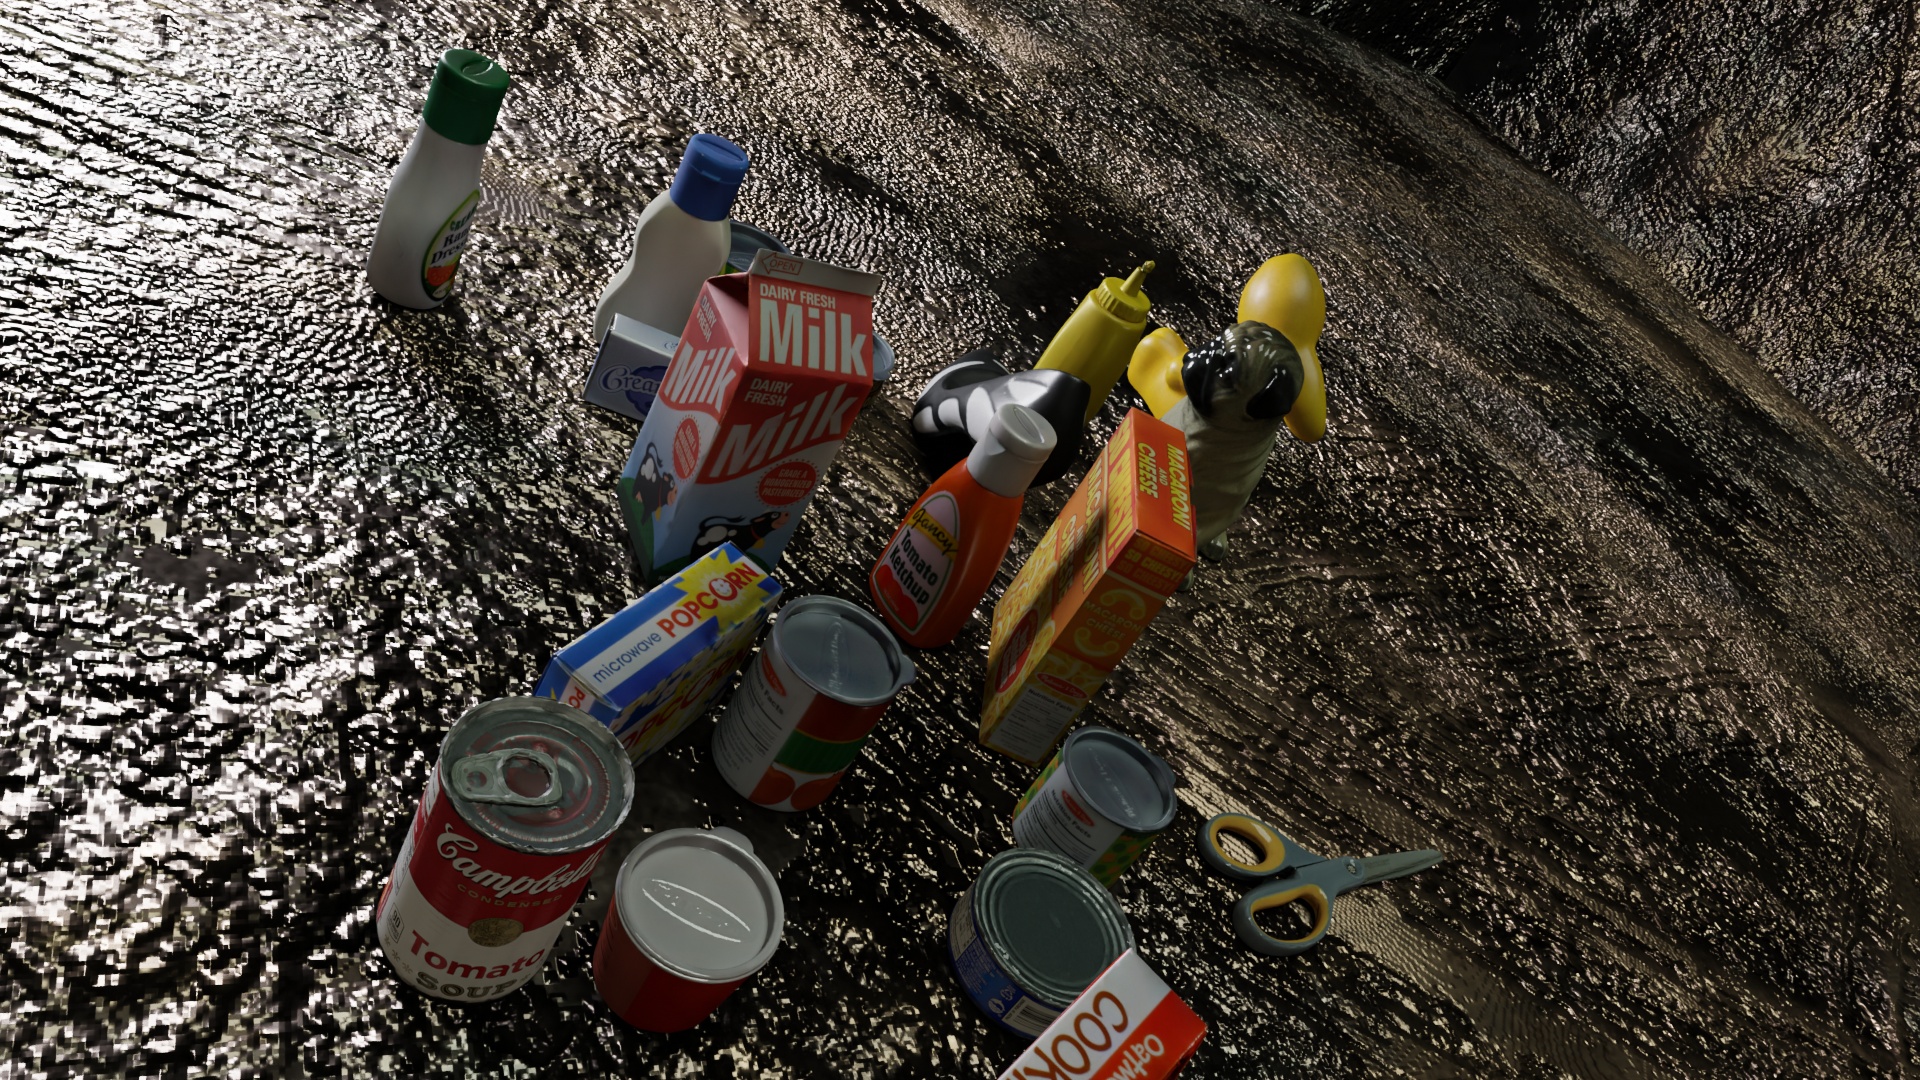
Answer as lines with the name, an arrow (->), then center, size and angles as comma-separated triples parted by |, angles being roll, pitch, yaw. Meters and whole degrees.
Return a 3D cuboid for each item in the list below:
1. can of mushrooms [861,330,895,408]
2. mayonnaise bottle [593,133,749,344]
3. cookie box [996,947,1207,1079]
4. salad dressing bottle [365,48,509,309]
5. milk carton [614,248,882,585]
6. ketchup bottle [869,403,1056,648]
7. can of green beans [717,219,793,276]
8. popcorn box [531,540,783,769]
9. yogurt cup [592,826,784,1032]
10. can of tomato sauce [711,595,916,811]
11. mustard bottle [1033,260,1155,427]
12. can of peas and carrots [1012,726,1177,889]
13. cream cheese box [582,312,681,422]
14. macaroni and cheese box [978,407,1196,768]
can of mushrooms -> -0.080, -0.122, 0.955 | 0.071, 0.033, 0.071 | 22, 34, -16
mayonnaise bottle -> -0.171, -0.174, 0.841 | 0.065, 0.147, 0.041 | 22, 34, -16
cookie box -> -0.001, 0.220, 0.455 | 0.040, 0.166, 0.123 | 44, 34, 17
salad dressing bottle -> -0.291, -0.200, 0.776 | 0.044, 0.147, 0.064 | 30, 33, -5
milk carton -> -0.108, -0.066, 0.716 | 0.072, 0.189, 0.074 | 4, 42, -37
ketchup bottle -> 0.003, -0.010, 0.773 | 0.043, 0.148, 0.065 | -4, 47, -43
can of green beans -> -0.152, -0.174, 0.940 | 0.071, 0.057, 0.071 | 22, 34, -16
popcorn box -> -0.141, 0.062, 0.619 | 0.038, 0.084, 0.127 | 38, 33, 8
yogurt cup -> -0.111, 0.157, 0.550 | 0.072, 0.053, 0.073 | 22, 34, -16
can of tomato sauce -> -0.071, 0.078, 0.658 | 0.071, 0.082, 0.071 | 22, 34, -16
mustard bottle -> 0.097, -0.142, 1.013 | 0.049, 0.159, 0.065 | 46, 35, 20
can of peas and carrots -> 0.070, 0.139, 0.719 | 0.071, 0.058, 0.071 | 22, 34, -16
cream cheese box -> -0.166, -0.091, 0.825 | 0.104, 0.053, 0.024 | 21, 35, -18
macaroni and cheese box -> 0.069, 0.026, 0.767 | 0.040, 0.165, 0.124 | 25, 34, -12
